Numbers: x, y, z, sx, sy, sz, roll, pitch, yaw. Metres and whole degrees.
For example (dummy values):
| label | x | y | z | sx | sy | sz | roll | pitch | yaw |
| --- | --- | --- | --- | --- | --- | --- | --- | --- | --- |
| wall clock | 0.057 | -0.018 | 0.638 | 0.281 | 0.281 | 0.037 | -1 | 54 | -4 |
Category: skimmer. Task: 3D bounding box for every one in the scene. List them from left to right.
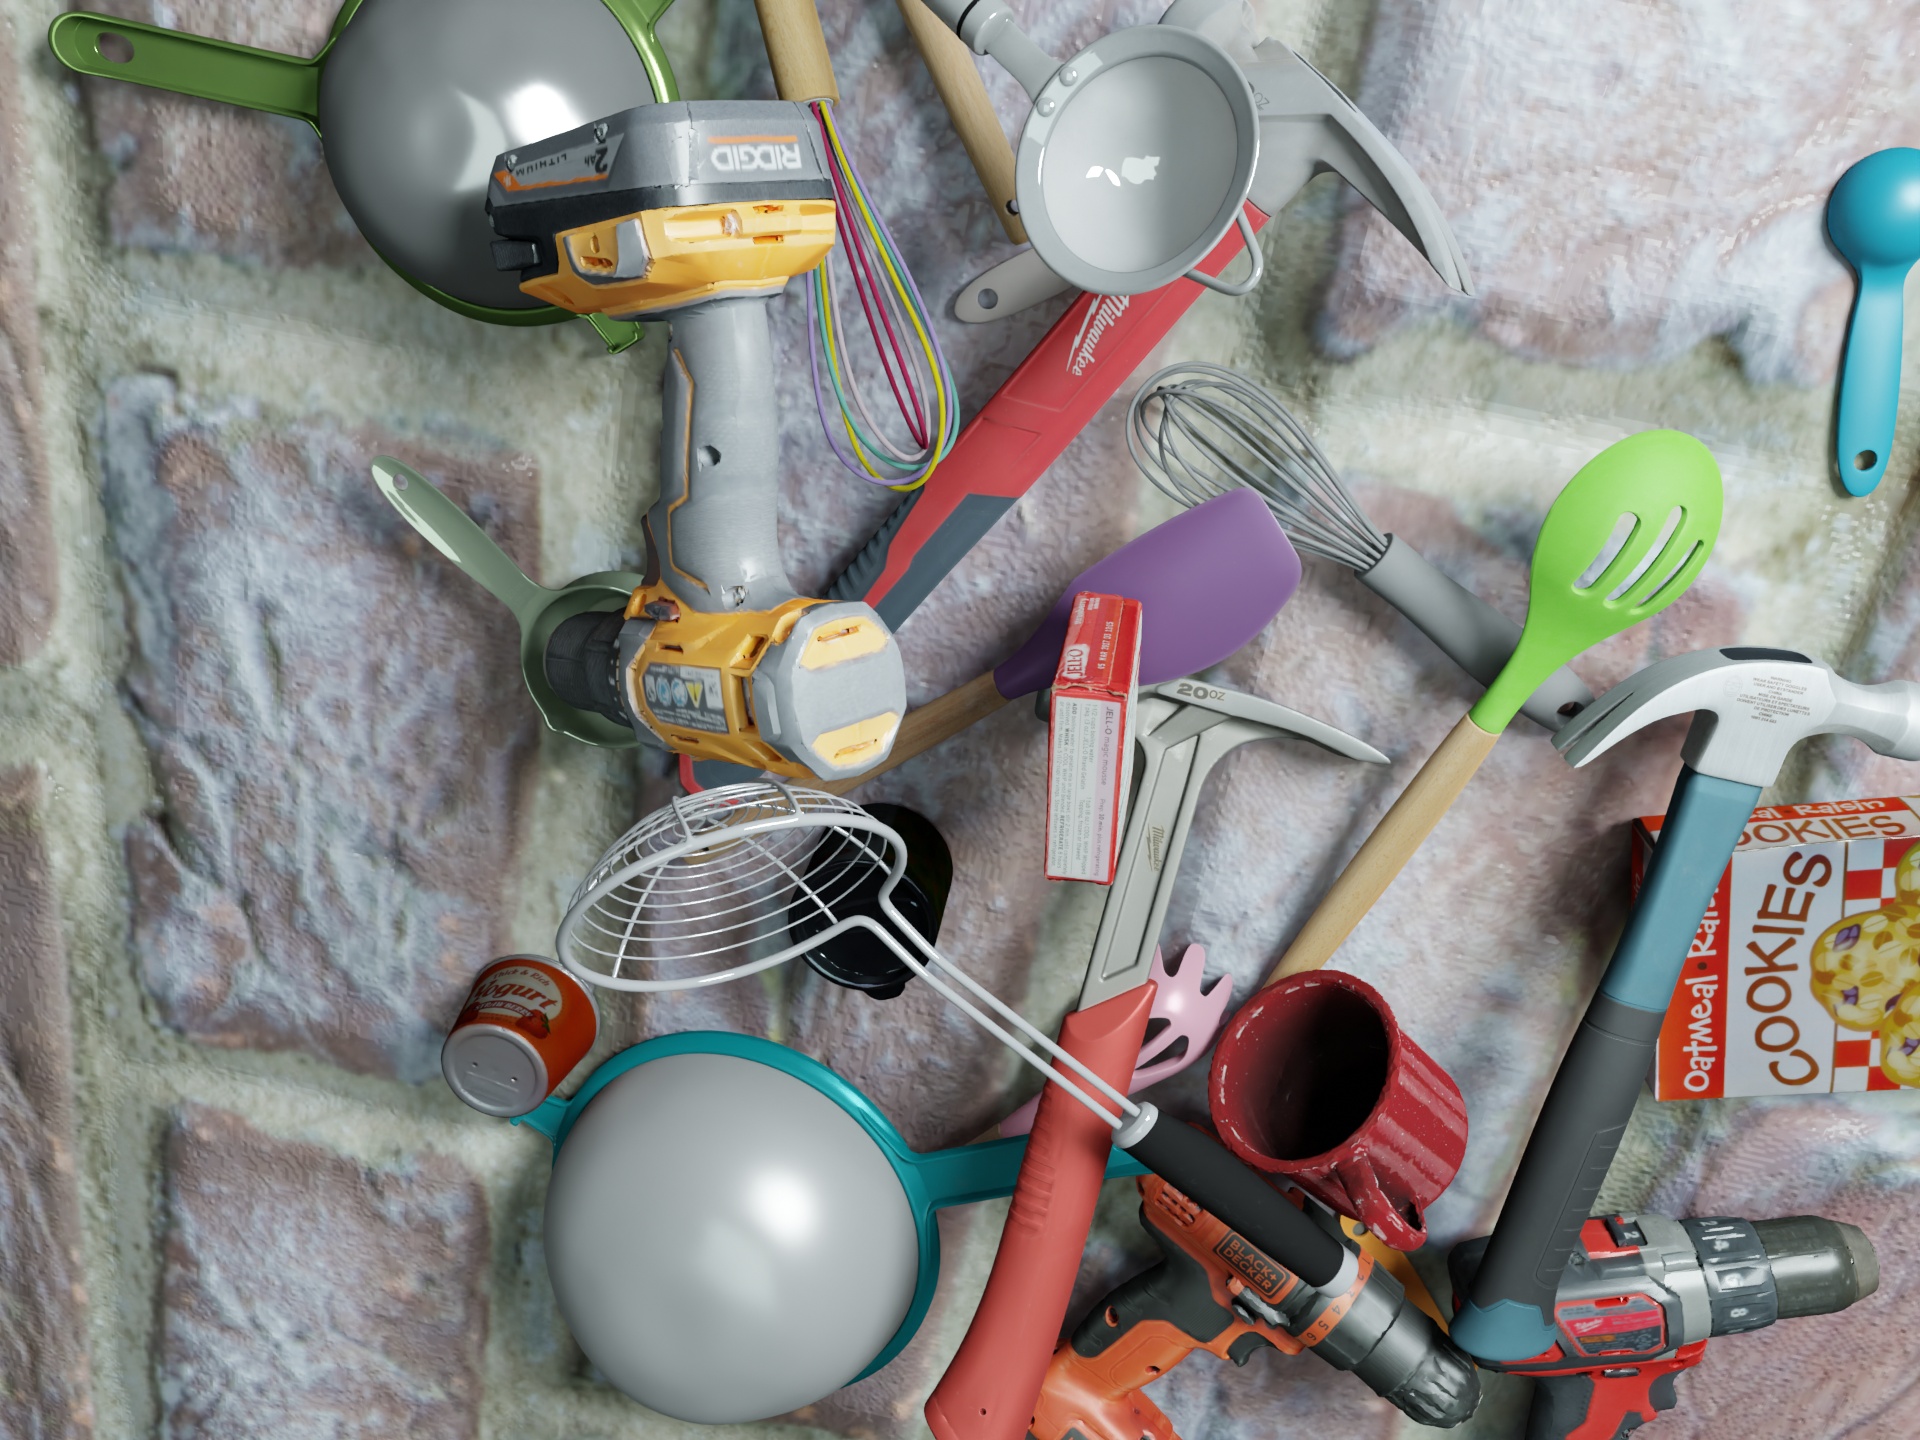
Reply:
| label | x | y | z | sx | sy | sz | roll | pitch | yaw |
| --- | --- | --- | --- | --- | --- | --- | --- | --- | --- |
| skimmer | 0.018 | 0.144 | 0.606 | 0.363 | 0.090 | 0.127 | 39 | 125 | -15 |

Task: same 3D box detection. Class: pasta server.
| label | x | y | z | sx | sy | sz | roll | pitch | yaw |
| --- | --- | --- | --- | --- | --- | --- | --- | --- | --- |
| pasta server | 0.007 | 0.213 | 0.787 | 0.060 | 0.040 | 0.316 | 44 | 116 | -11 |

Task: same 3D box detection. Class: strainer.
| label | x | y | z | sx | sy | sz | roll | pitch | yaw |
| --- | --- | --- | --- | --- | --- | --- | --- | --- | --- |
| strainer | -0.237 | -0.235 | 0.608 | 0.256 | 0.069 | 0.151 | 13 | 114 | 1 |
| strainer | -0.066 | 0.247 | 0.748 | 0.340 | 0.095 | 0.211 | -18 | 101 | 22 |
| strainer | 0.016 | -0.232 | 0.540 | 0.258 | 0.050 | 0.087 | 48 | 113 | 11 |

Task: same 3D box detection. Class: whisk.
| label | x | y | z | sx | sy | sz | roll | pitch | yaw |
| --- | --- | --- | --- | --- | --- | --- | --- | --- | --- |
| whisk | -0.046 | -0.204 | 0.582 | 0.051 | 0.047 | 0.245 | -15 | 93 | -16 |
| whisk | 0.165 | -0.062 | 0.636 | 0.239 | 0.055 | 0.055 | 35 | 113 | -12 |

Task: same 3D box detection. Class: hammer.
| label | x | y | z | sx | sy | sz | roll | pitch | yaw |
| --- | --- | --- | --- | --- | --- | --- | --- | --- | --- |
| hammer | 0.014 | -0.082 | 0.623 | 0.386 | 0.038 | 0.143 | -46 | 73 | 28 |
| hammer | 0.064 | 0.158 | 0.686 | 0.149 | 0.037 | 0.359 | 15 | 94 | 5 |
| hammer | 0.272 | 0.126 | 0.652 | 0.128 | 0.033 | 0.331 | 14 | 109 | 1 |

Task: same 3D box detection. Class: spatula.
| label | x | y | z | sx | sy | sz | roll | pitch | yaw |
| --- | --- | --- | --- | --- | --- | --- | --- | --- | --- |
| spatula | -0.001 | -0.002 | 0.671 | 0.316 | 0.018 | 0.059 | -27 | 102 | 26 |

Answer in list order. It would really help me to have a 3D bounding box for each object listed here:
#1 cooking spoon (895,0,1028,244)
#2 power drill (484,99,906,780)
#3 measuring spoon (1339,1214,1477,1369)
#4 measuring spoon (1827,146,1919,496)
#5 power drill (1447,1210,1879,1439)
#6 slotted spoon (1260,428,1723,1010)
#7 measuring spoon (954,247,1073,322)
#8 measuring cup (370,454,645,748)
| label | x | y | z | sx | sy | sz | roll | pitch | yaw |
| --- | --- | --- | --- | --- | --- | --- | --- | --- | --- |
| cooking spoon | -0.043 | -0.322 | 0.571 | 0.069 | 0.017 | 0.318 | -22 | 107 | 18 |
| power drill | -0.109 | -0.095 | 0.585 | 0.185 | 0.084 | 0.226 | 7 | 110 | 46 |
| measuring spoon | 0.222 | 0.285 | 0.794 | 0.021 | 0.011 | 0.117 | -36 | 101 | 4 |
| measuring spoon | 0.342 | -0.144 | 0.587 | 0.042 | 0.021 | 0.128 | -2 | 111 | 9 |
| power drill | 0.340 | 0.336 | 0.762 | 0.188 | 0.080 | 0.226 | -9 | 107 | 6 |
| slotted spoon | 0.202 | 0.020 | 0.649 | 0.070 | 0.031 | 0.313 | 15 | 127 | -17 |
| measuring spoon | 0.052 | -0.182 | 0.616 | 0.124 | 0.018 | 0.034 | -21 | 108 | 17 |
| measuring cup | -0.183 | -0.059 | 0.693 | 0.167 | 0.038 | 0.083 | 43 | 112 | -8 |
